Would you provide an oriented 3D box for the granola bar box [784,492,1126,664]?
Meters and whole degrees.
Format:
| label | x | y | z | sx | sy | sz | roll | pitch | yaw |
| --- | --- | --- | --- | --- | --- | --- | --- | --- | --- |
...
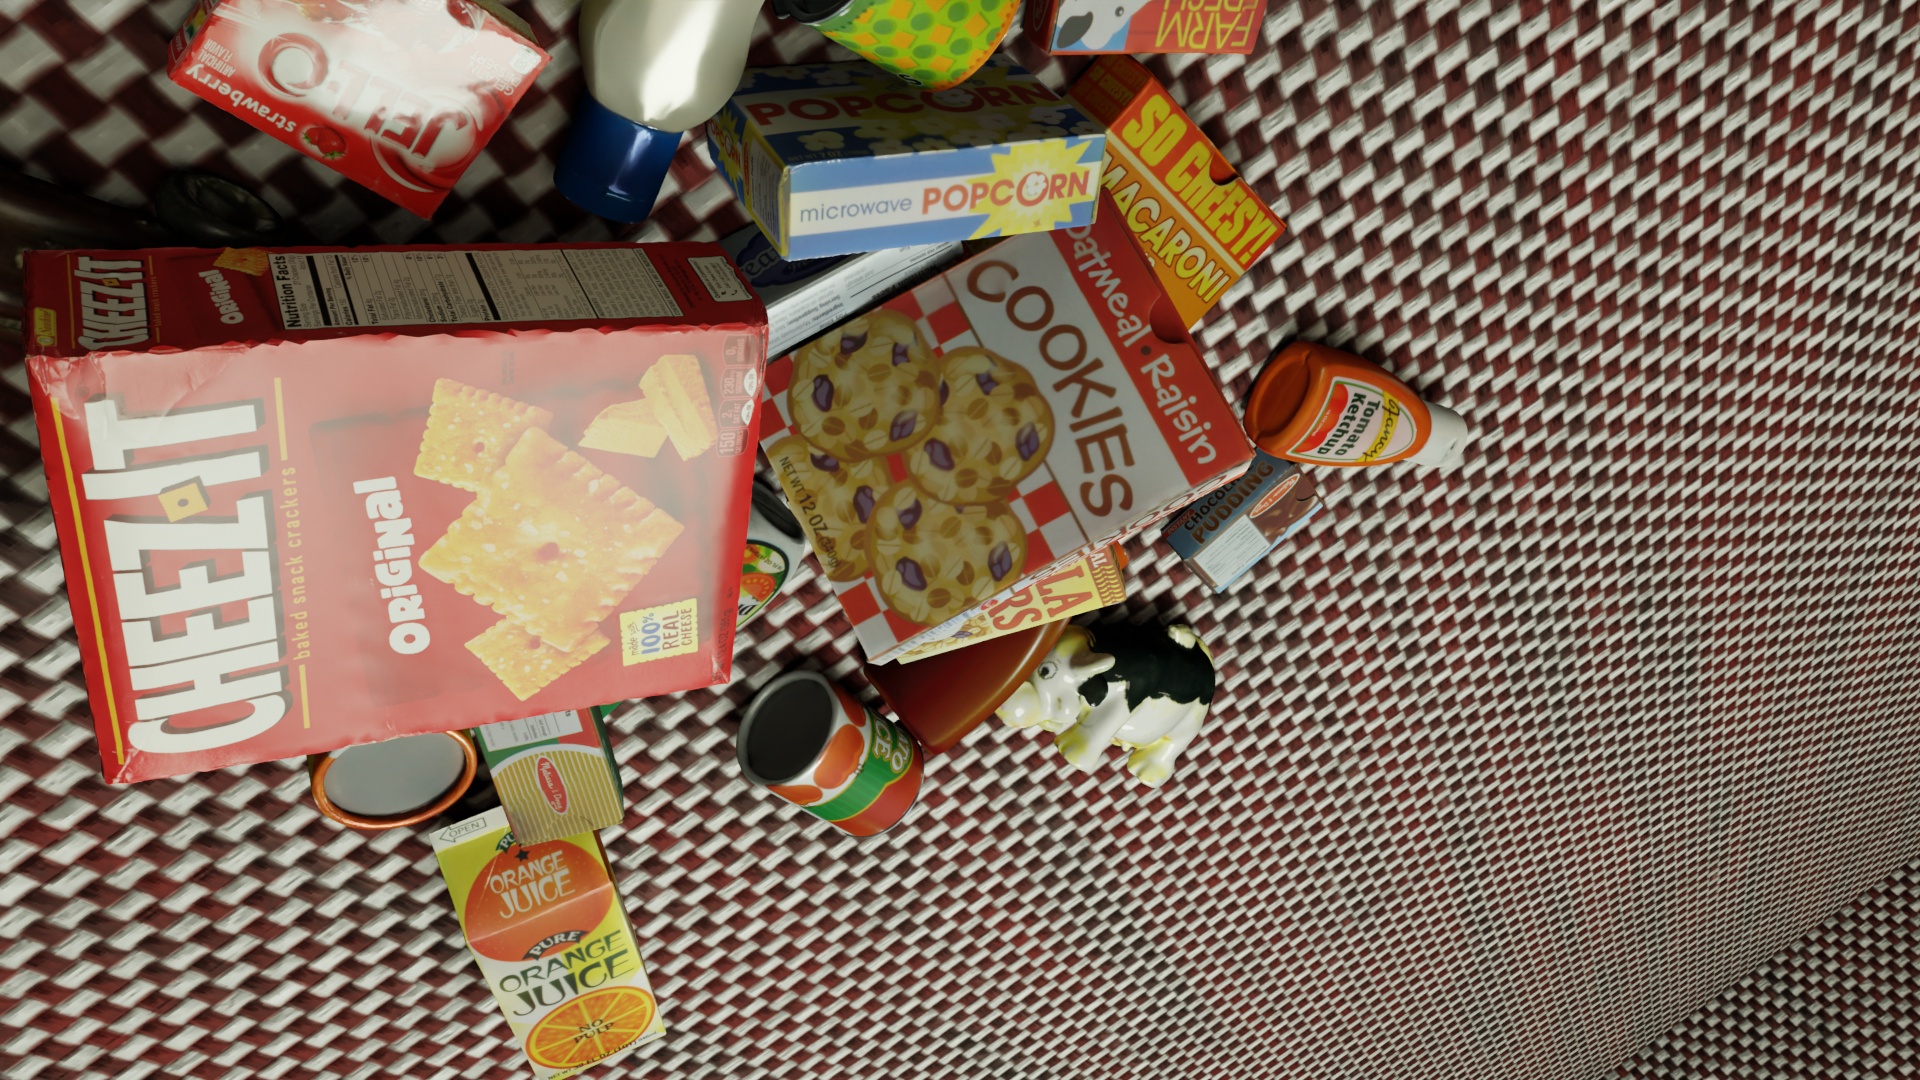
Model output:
| label | x | y | z | sx | sy | sz | roll | pitch | yaw |
| --- | --- | --- | --- | --- | --- | --- | --- | --- | --- |
| granola bar box | 0.002 | -0.008 | 0.653 | 0.124 | 0.039 | 0.165 | -17 | 147 | 7 |

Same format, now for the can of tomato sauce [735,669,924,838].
| label | x | y | z | sx | sy | sz | roll | pitch | yaw |
| --- | --- | --- | --- | --- | --- | --- | --- | --- | --- |
| can of tomato sauce | -0.067 | 0.113 | 0.740 | 0.071 | 0.071 | 0.083 | -41 | 137 | 7 |

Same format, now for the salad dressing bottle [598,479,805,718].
| label | x | y | z | sx | sy | sz | roll | pitch | yaw |
| --- | --- | --- | --- | --- | --- | --- | --- | --- | --- |
| salad dressing bottle | -0.138 | 0.034 | 0.638 | 0.147 | 0.044 | 0.064 | -42 | 136 | 11 |

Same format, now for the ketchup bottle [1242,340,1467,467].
| label | x | y | z | sx | sy | sz | roll | pitch | yaw |
| --- | --- | --- | --- | --- | --- | --- | --- | --- | --- |
| ketchup bottle | 0.227 | -0.069 | 0.780 | 0.149 | 0.044 | 0.064 | 7 | 122 | -38 |

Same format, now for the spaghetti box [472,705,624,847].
| label | x | y | z | sx | sy | sz | roll | pitch | yaw |
| --- | --- | --- | --- | --- | --- | --- | --- | --- | --- |
| spaghetti box | -0.190 | 0.026 | 0.573 | 0.050 | 0.029 | 0.248 | -12 | 124 | -9 |

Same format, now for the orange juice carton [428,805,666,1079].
| label | x | y | z | sx | sy | sz | roll | pitch | yaw |
| --- | --- | --- | --- | --- | --- | --- | --- | --- | --- |
| orange juice carton | -0.211 | 0.193 | 0.715 | 0.072 | 0.073 | 0.191 | -19 | 136 | -17 |

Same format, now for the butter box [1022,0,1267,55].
| label | x | y | z | sx | sy | sz | roll | pitch | yaw |
| --- | --- | --- | --- | --- | --- | --- | --- | --- | --- |
| butter box | 0.078 | -0.224 | 0.555 | 0.104 | 0.024 | 0.052 | -10 | 132 | -26 |

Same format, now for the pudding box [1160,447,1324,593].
| label | x | y | z | sx | sy | sz | roll | pitch | yaw |
| --- | --- | --- | --- | --- | --- | --- | --- | --- | --- |
| pudding box | 0.163 | -0.013 | 0.800 | 0.083 | 0.030 | 0.049 | -42 | 137 | 7 |

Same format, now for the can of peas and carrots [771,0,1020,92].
| label | x | y | z | sx | sy | sz | roll | pitch | yaw |
| --- | --- | --- | --- | --- | --- | --- | --- | --- | --- |
| can of peas and carrots | -0.021 | -0.197 | 0.485 | 0.059 | 0.071 | 0.070 | 17 | 118 | -42 |

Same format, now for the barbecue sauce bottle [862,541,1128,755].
| label | x | y | z | sx | sy | sz | roll | pitch | yaw |
| --- | --- | --- | --- | --- | --- | --- | --- | --- | --- |
| barbecue sauce bottle | 0.023 | 0.045 | 0.742 | 0.149 | 0.065 | 0.043 | -39 | 163 | -7 |

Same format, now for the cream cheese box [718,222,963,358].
| label | x | y | z | sx | sy | sz | roll | pitch | yaw |
| --- | --- | --- | --- | --- | --- | --- | --- | --- | --- |
| cream cheese box | -0.056 | -0.111 | 0.550 | 0.104 | 0.053 | 0.024 | -29 | 140 | -6 |

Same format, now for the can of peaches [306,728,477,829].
| label | x | y | z | sx | sy | sz | roll | pitch | yaw |
| --- | --- | --- | --- | --- | --- | --- | --- | --- | --- |
| can of peaches | -0.248 | 0.084 | 0.602 | 0.071 | 0.058 | 0.070 | -18 | 135 | -19 |

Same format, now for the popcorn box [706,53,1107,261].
| label | x | y | z | sx | sy | sz | roll | pitch | yaw |
| --- | --- | --- | --- | --- | --- | --- | --- | --- | --- |
| popcorn box | -0.021 | -0.146 | 0.517 | 0.127 | 0.085 | 0.038 | -12 | 132 | -23 |

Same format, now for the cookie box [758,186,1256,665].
| label | x | y | z | sx | sy | sz | roll | pitch | yaw |
| --- | --- | --- | --- | --- | --- | --- | --- | --- | --- |
| cookie box | 0.012 | -0.044 | 0.547 | 0.167 | 0.123 | 0.040 | -28 | 171 | 1 |

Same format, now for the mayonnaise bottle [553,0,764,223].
| label | x | y | z | sx | sy | sz | roll | pitch | yaw |
| --- | --- | --- | --- | --- | --- | --- | --- | --- | --- |
| mayonnaise bottle | -0.097 | -0.180 | 0.470 | 0.065 | 0.041 | 0.147 | 12 | 122 | -34 |

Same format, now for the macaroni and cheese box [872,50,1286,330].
| label | x | y | z | sx | sy | sz | roll | pitch | yaw |
| --- | --- | --- | --- | --- | --- | --- | --- | --- | --- |
| macaroni and cheese box | 0.052 | -0.117 | 0.624 | 0.166 | 0.040 | 0.123 | -46 | 138 | 14 |
